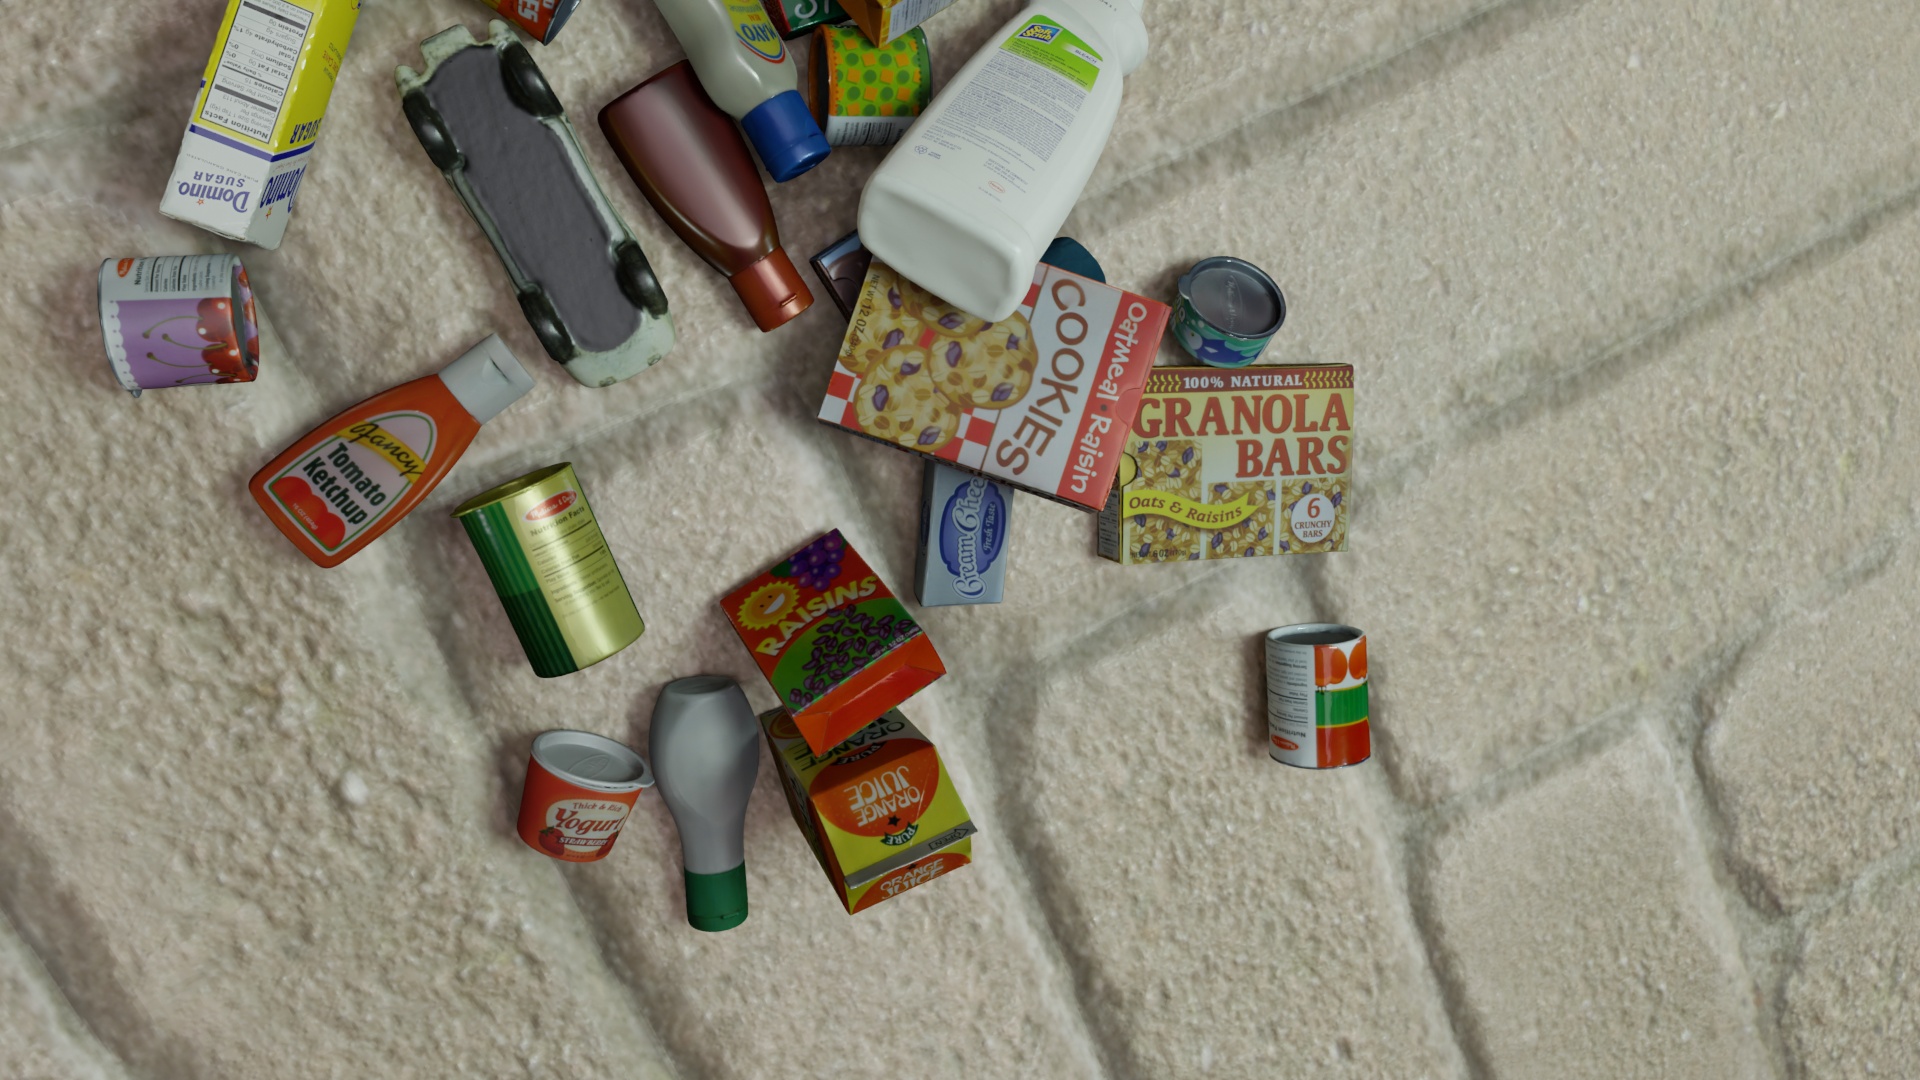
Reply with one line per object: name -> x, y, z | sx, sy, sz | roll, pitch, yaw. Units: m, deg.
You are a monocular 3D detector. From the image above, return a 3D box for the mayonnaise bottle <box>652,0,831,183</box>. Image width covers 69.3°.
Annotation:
mayonnaise bottle -> -0.122, -0.268, 0.752 | 0.041, 0.065, 0.148 | -27, 97, 32

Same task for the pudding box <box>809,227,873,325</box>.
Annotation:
pudding box -> -0.041, -0.167, 0.818 | 0.084, 0.030, 0.049 | -36, 108, -10

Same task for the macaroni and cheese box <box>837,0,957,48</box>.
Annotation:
macaroni and cheese box -> -0.015, -0.363, 0.761 | 0.167, 0.040, 0.124 | -37, 83, -15

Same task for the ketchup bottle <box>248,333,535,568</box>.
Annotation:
ketchup bottle -> -0.299, -0.053, 0.746 | 0.149, 0.043, 0.064 | -39, 107, -9

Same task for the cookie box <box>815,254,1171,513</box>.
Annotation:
cookie box -> 0.018, -0.098, 0.781 | 0.167, 0.040, 0.123 | 18, 88, -2

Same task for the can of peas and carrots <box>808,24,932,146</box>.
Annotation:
can of peas and carrots -> -0.052, -0.259, 0.783 | 0.059, 0.071, 0.070 | -5, 99, -16

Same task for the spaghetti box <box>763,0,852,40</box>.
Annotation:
spaghetti box -> 0.003, -0.351, 0.806 | 0.251, 0.029, 0.050 | -23, 103, -13

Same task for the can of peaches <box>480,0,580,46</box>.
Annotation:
can of peaches -> -0.224, -0.302, 0.720 | 0.058, 0.071, 0.071 | 33, 87, -18

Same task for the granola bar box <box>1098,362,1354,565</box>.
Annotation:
granola bar box -> 0.172, -0.051, 0.896 | 0.166, 0.039, 0.124 | -3, 98, -17

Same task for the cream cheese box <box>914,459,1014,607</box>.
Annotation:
cream cheese box -> 0.003, -0.011, 0.844 | 0.053, 0.024, 0.103 | -1, 112, -18

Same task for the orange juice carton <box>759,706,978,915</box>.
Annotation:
orange juice carton -> -0.052, 0.142, 0.772 | 0.072, 0.193, 0.073 | -20, 105, -14

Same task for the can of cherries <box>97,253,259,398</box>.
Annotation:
can of cherries -> -0.391, -0.108, 0.699 | 0.058, 0.071, 0.071 | -7, 100, -17

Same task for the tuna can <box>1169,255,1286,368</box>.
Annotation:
tuna can -> 0.164, -0.143, 0.868 | 0.071, 0.032, 0.071 | 7, 58, -11

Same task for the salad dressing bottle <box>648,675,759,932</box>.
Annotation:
salad dressing bottle -> -0.149, 0.156, 0.822 | 0.064, 0.044, 0.147 | -10, 103, -34

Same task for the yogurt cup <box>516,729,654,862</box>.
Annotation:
yogurt cup -> -0.217, 0.146, 0.790 | 0.072, 0.072, 0.054 | 18, 101, -19

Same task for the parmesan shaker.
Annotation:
parmesan shaker -> -0.227, 0.018, 0.765 | 0.071, 0.071, 0.103 | -24, 105, -13

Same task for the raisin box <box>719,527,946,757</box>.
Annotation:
raisin box -> -0.074, 0.054, 0.788 | 0.086, 0.124, 0.040 | -33, 130, -9

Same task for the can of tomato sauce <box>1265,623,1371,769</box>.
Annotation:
can of tomato sauce -> 0.239, 0.102, 0.925 | 0.071, 0.071, 0.083 | -7, 99, -16

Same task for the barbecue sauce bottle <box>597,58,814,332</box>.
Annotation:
barbecue sauce bottle -> -0.136, -0.188, 0.778 | 0.065, 0.043, 0.148 | -37, 107, -16
